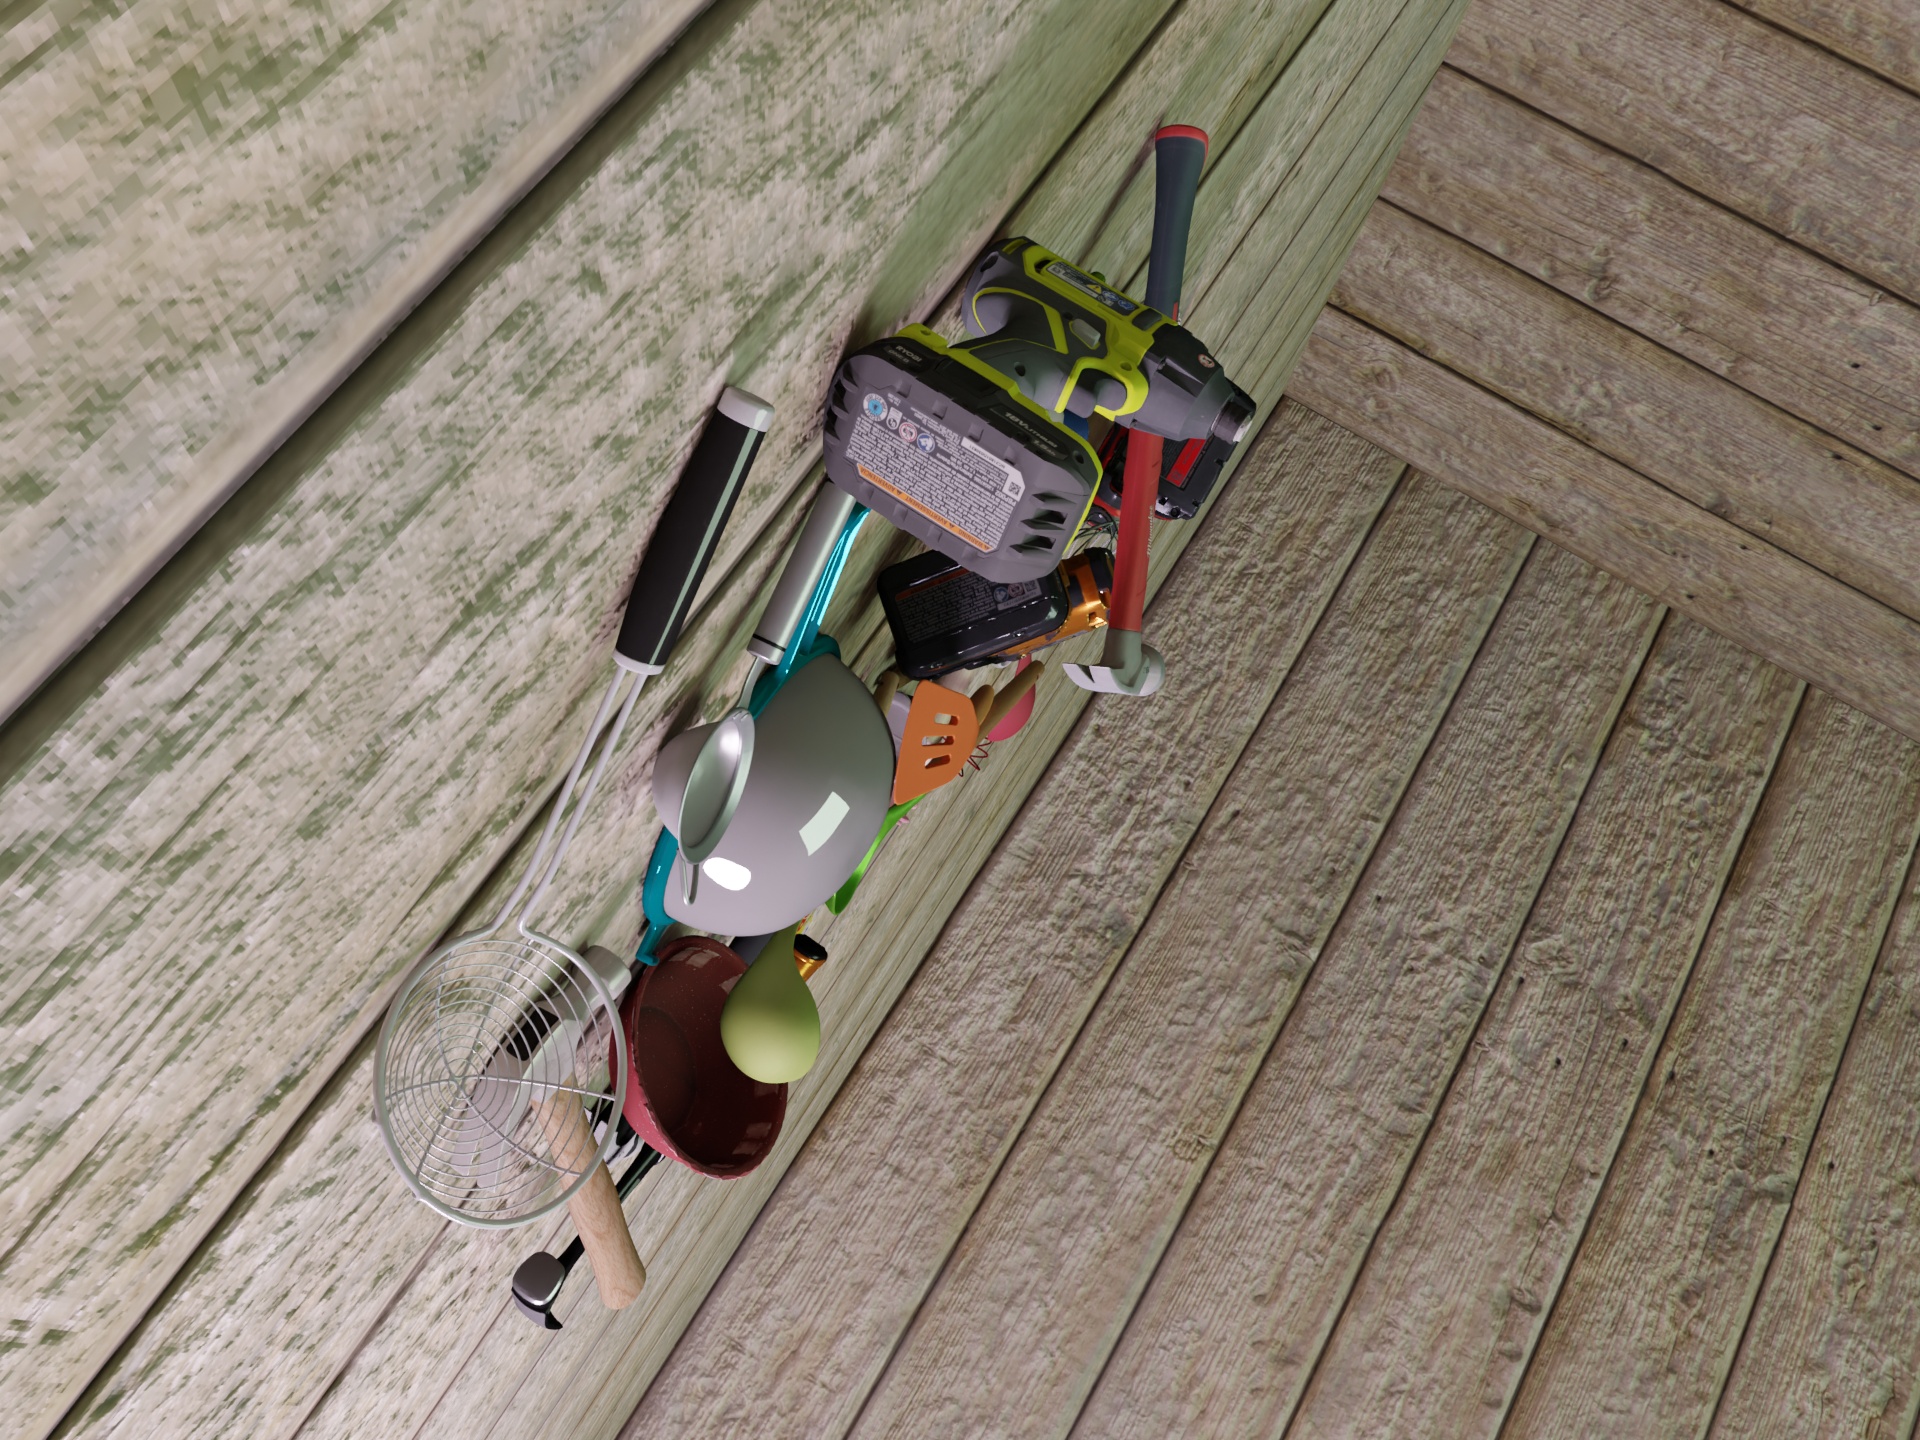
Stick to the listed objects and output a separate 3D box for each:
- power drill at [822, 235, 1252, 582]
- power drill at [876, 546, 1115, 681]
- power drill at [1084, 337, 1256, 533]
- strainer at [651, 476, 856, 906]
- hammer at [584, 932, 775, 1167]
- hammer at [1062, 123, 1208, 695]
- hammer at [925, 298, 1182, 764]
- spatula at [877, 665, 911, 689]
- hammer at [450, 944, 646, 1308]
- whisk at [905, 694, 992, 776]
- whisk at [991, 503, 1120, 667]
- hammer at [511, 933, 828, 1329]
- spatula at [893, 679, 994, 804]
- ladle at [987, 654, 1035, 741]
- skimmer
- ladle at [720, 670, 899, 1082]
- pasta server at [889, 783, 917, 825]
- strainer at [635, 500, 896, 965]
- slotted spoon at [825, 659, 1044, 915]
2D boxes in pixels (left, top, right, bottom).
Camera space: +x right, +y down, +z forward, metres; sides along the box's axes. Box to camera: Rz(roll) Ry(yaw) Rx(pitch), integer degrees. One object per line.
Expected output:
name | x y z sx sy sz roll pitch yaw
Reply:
power drill | 0.046 -0.164 0.816 0.223 0.171 0.080 -46 165 -48
power drill | 0.013 -0.074 1.134 0.185 0.084 0.226 -20 175 17
power drill | 0.172 -0.248 1.336 0.188 0.080 0.227 -60 -172 1
strainer | -0.106 -0.030 0.830 0.258 0.050 0.087 -65 169 -1
hammer | -0.171 0.183 1.183 0.335 0.035 0.146 -54 172 -12
hammer | 0.124 -0.210 1.074 0.143 0.038 0.386 2 94 -69
hammer | 0.058 -0.150 1.301 0.410 0.038 0.146 -61 -176 -1
spatula | 0.002 -0.066 1.375 0.317 0.044 0.082 -40 149 -64
hammer | -0.232 0.280 0.975 0.130 0.031 0.331 -51 155 -36
whisk | -0.021 0.009 1.477 0.073 0.073 0.295 -59 167 -2
whisk | 0.075 -0.102 1.312 0.058 0.059 0.246 -18 165 -29
hammer | -0.207 0.294 1.173 0.337 0.034 0.127 -52 171 -30
spatula | -0.002 -0.004 1.138 0.322 0.041 0.081 -56 158 -81
ladle | 0.069 -0.115 1.440 0.069 0.031 0.315 -39 145 -55
skimmer | -0.144 0.041 0.667 0.127 0.090 0.363 10 111 -48
ladle | -0.090 0.100 1.111 0.078 0.062 0.320 -13 -135 40
pasta server | -0.079 0.059 1.361 0.316 0.040 0.060 14 98 -81
strainer | -0.080 0.015 0.957 0.211 0.095 0.340 -50 170 -48
slotted spoon | -0.019 0.040 1.253 0.314 0.031 0.070 -45 153 -39
